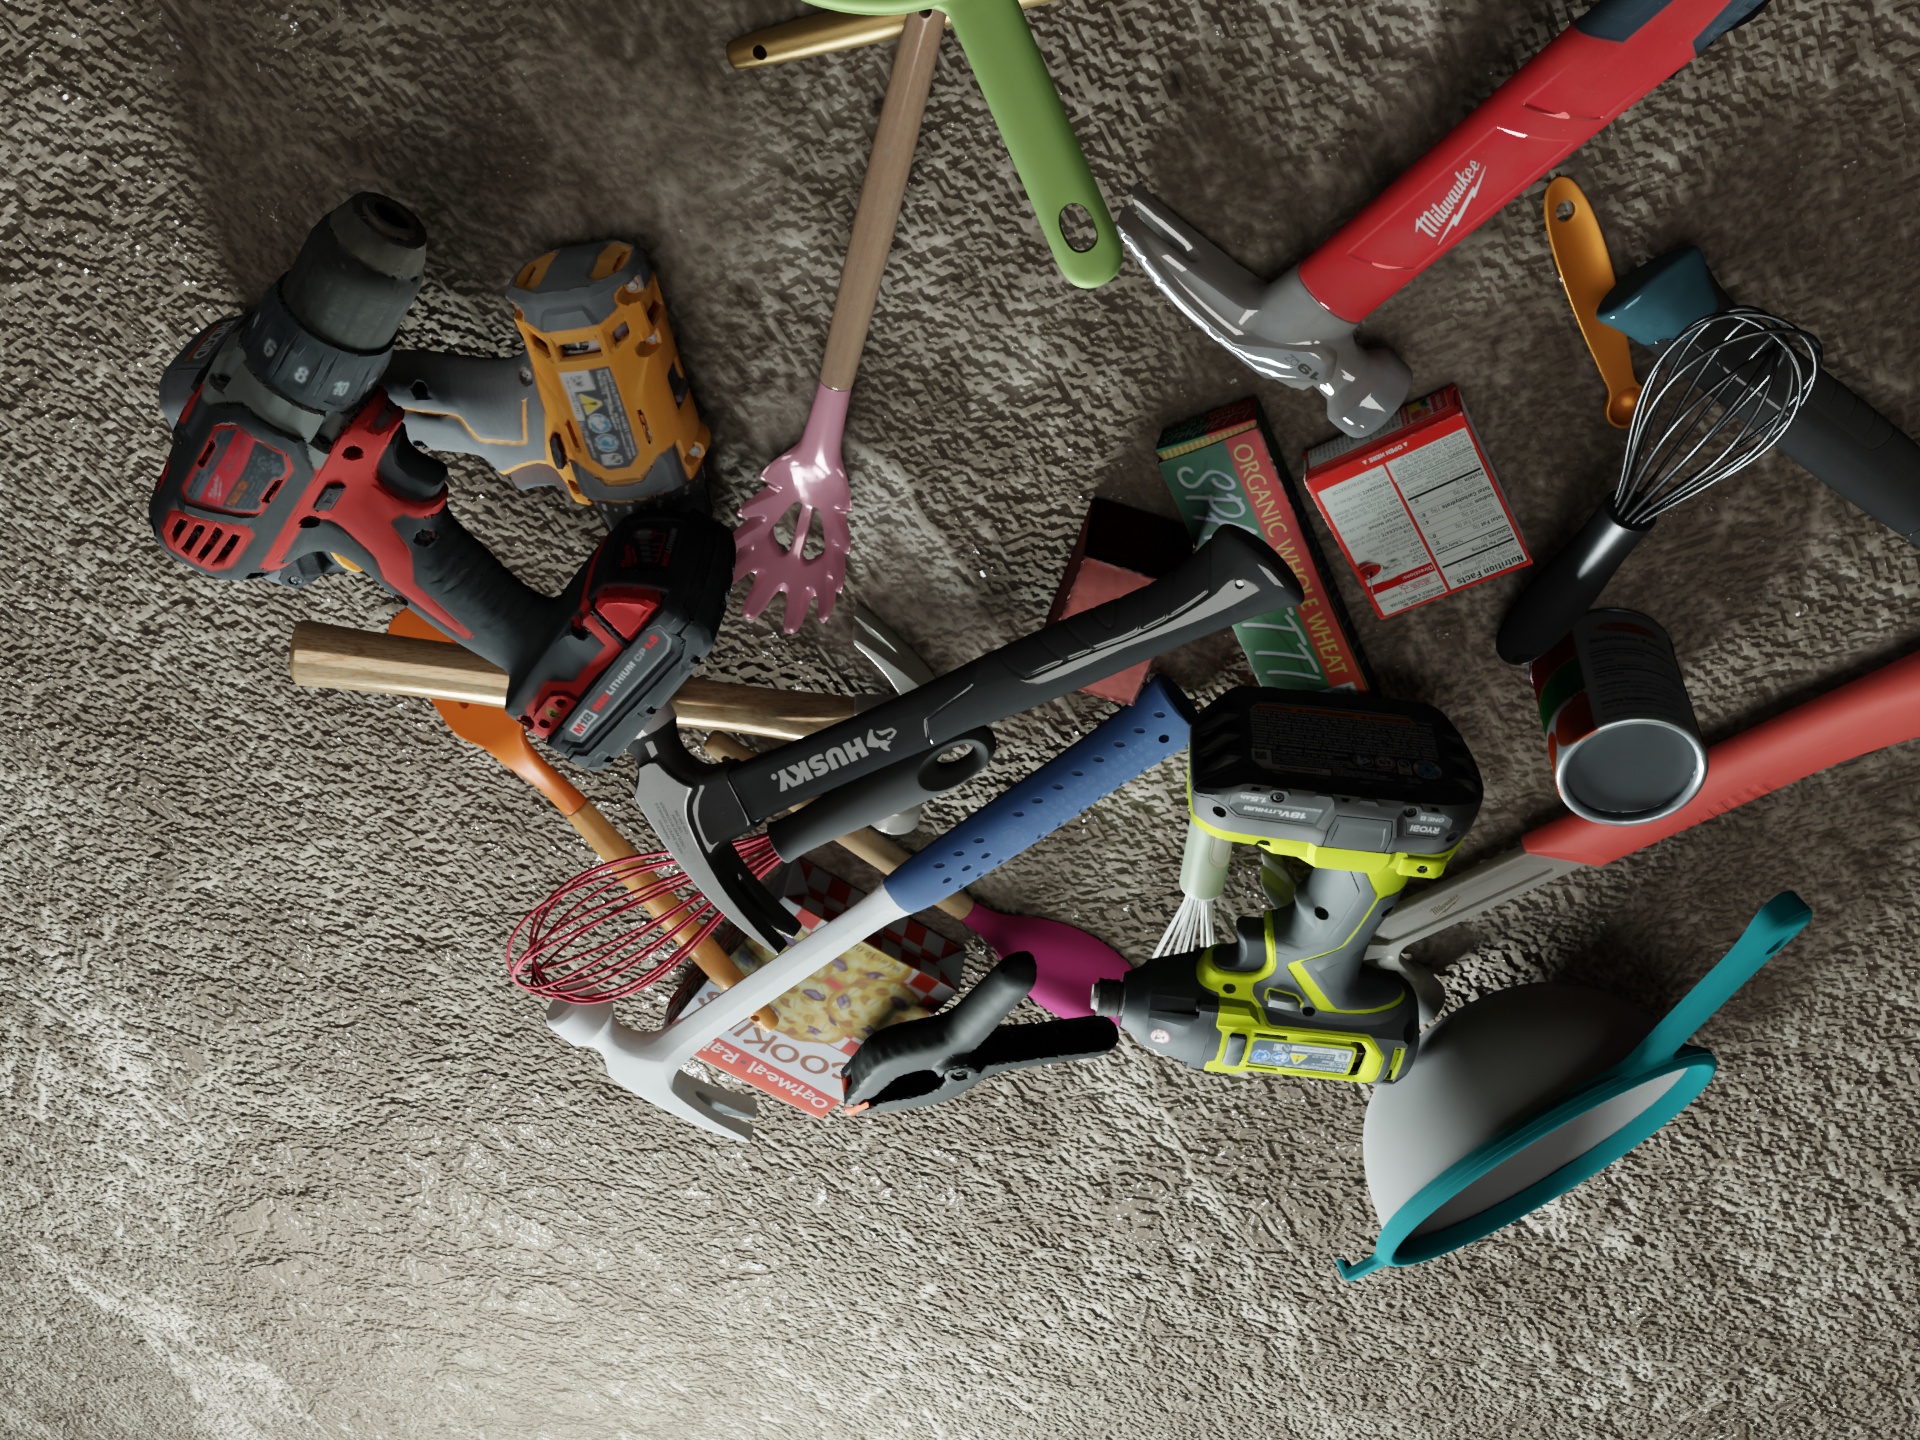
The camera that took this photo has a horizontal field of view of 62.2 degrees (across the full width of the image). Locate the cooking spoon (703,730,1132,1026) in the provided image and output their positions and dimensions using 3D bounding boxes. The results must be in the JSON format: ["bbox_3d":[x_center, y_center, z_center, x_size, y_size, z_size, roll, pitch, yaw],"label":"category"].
[{"bbox_3d":[-0.017,0.097,0.927,0.318,0.017,0.068,36,125,-19],"label":"cooking spoon"}]

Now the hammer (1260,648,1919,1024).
[{"bbox_3d":[0.334,0.045,0.808,0.359,0.037,0.149,-33,117,32],"label":"hammer"}]

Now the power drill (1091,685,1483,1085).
[{"bbox_3d":[0.162,0.095,0.808,0.171,0.080,0.223,6,129,1],"label":"power drill"}]

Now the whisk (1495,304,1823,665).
[{"bbox_3d":[0.277,-0.086,0.666,0.055,0.055,0.238,13,151,0],"label":"whisk"}]

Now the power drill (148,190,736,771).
[{"bbox_3d":[-0.207,-0.096,0.674,0.226,0.080,0.188,31,124,-22],"label":"power drill"}]

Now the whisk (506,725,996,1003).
[{"bbox_3d":[-0.112,0.074,0.842,0.296,0.073,0.073,-27,121,10],"label":"whisk"}]

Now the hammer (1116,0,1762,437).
[{"bbox_3d":[0.214,-0.237,0.525,0.143,0.038,0.386,34,144,-15],"label":"hammer"}]

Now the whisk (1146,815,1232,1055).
[{"bbox_3d":[0.133,0.098,0.884,0.059,0.058,0.246,37,137,37],"label":"whisk"}]

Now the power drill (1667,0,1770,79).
[{"bbox_3d":[0.346,-0.261,0.526,0.226,0.084,0.164,22,131,-3],"label":"power drill"}]

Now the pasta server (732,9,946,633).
[{"bbox_3d":[-0.050,-0.166,0.690,0.060,0.040,0.316,19,133,-2],"label":"pasta server"}]

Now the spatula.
[{"bbox_3d":[-0.198,0.060,0.897,0.081,0.041,0.322,-24,117,24],"label":"spatula"}]

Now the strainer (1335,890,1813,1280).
[{"bbox_3d":[0.318,0.169,0.847,0.211,0.095,0.340,-12,143,-26],"label":"strainer"}]

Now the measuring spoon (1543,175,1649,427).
[{"bbox_3d":[0.262,-0.172,0.659,0.021,0.011,0.116,-30,118,4],"label":"measuring spoon"}]

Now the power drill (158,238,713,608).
[{"bbox_3d":[-0.228,-0.119,0.750,0.226,0.084,0.185,-6,130,9],"label":"power drill"}]

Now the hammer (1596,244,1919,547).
[{"bbox_3d":[0.404,-0.091,0.665,0.331,0.033,0.128,32,99,-11],"label":"hammer"}]

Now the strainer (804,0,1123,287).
[{"bbox_3d":[-0.001,-0.275,0.557,0.151,0.069,0.256,-23,106,14],"label":"strainer"}]

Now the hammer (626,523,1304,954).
[{"bbox_3d":[-0.001,-0.002,0.740,0.335,0.035,0.146,-23,99,20],"label":"hammer"}]

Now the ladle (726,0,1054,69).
[{"bbox_3d":[0.057,-0.285,0.593,0.315,0.031,0.069,-7,128,18],"label":"ladle"}]

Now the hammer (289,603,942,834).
[{"bbox_3d":[-0.169,-0.015,0.818,0.331,0.031,0.130,8,129,-11],"label":"hammer"}]

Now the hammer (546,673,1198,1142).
[{"bbox_3d":[-0.039,0.105,0.877,0.405,0.035,0.144,-35,117,20],"label":"hammer"}]
